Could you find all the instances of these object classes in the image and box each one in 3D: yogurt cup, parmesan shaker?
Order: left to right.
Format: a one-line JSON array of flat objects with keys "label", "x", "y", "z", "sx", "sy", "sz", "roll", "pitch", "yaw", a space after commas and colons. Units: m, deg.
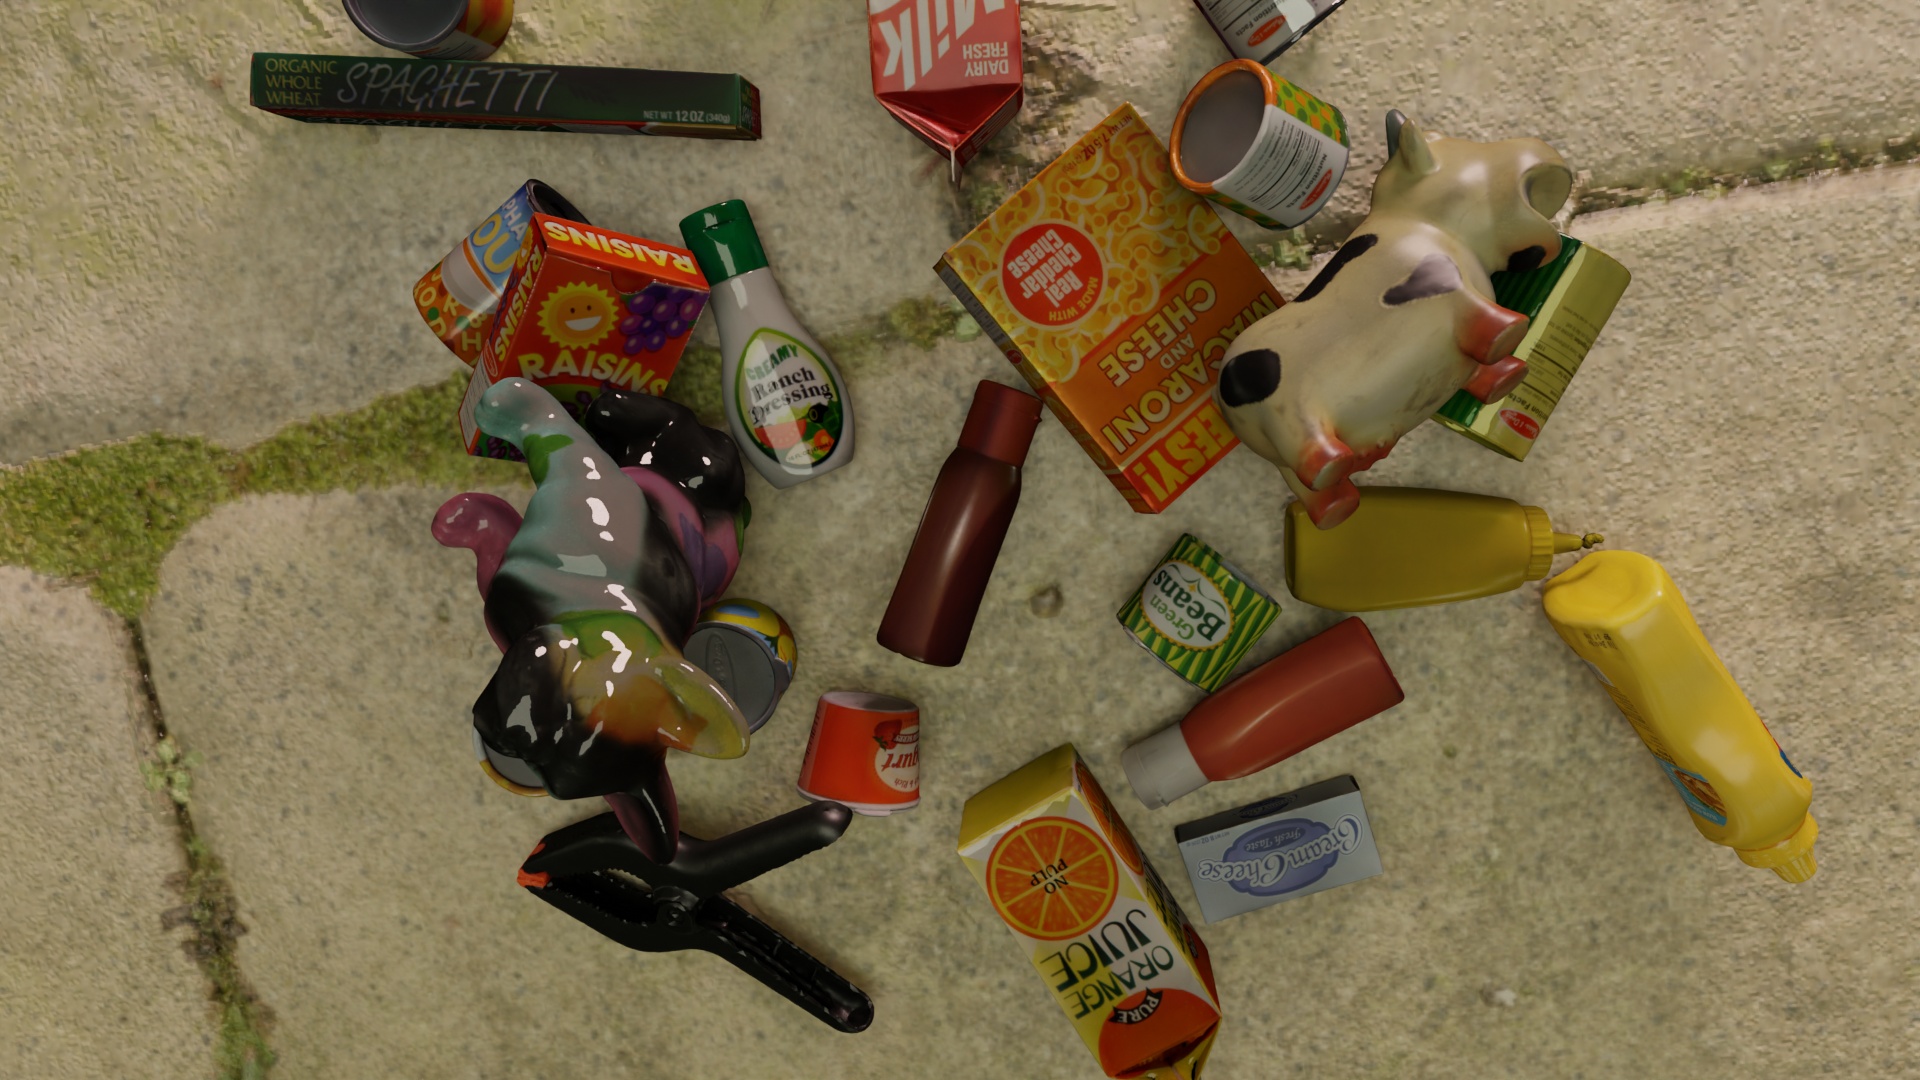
[{"label": "yogurt cup", "x": -0.052, "y": 0.113, "z": 0.752, "sx": 0.072, "sy": 0.072, "sz": 0.054, "roll": 7, "pitch": 93, "yaw": 2}, {"label": "parmesan shaker", "x": 0.280, "y": -0.099, "z": 0.697, "sx": 0.071, "sy": 0.071, "sz": 0.103, "roll": 28, "pitch": 100, "yaw": -2}]

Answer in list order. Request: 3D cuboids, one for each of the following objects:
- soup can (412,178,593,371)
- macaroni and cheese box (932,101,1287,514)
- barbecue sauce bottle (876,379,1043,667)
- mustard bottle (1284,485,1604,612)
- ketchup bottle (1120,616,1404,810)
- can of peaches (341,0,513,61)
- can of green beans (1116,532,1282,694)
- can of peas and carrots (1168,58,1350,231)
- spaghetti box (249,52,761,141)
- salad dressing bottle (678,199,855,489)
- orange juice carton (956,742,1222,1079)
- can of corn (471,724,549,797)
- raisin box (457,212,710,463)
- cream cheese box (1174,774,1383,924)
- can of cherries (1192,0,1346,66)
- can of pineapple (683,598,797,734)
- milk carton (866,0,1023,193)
[{"label": "soup can", "x": -0.228, "y": -0.134, "z": 0.712, "sx": 0.083, "sy": 0.071, "sz": 0.071, "roll": -39, "pitch": 96, "yaw": 9}, {"label": "macaroni and cheese box", "x": 0.087, "y": -0.115, "z": 0.703, "sx": 0.124, "sy": 0.040, "sz": 0.166, "roll": -41, "pitch": 97, "yaw": -6}, {"label": "barbecue sauce bottle", "x": 0.003, "y": -0.009, "z": 0.729, "sx": 0.044, "sy": 0.065, "sz": 0.148, "roll": 21, "pitch": 92, "yaw": 17}, {"label": "mustard bottle", "x": 0.252, "y": 0.004, "z": 0.724, "sx": 0.160, "sy": 0.049, "sz": 0.065, "roll": -1, "pitch": 101, "yaw": 2}, {"label": "ketchup bottle", "x": 0.159, "y": 0.096, "z": 0.742, "sx": 0.148, "sy": 0.044, "sz": 0.064, "roll": -30, "pitch": 139, "yaw": 13}, {"label": "can of peaches", "x": -0.266, "y": -0.277, "z": 0.695, "sx": 0.071, "sy": 0.058, "sz": 0.071, "roll": 1, "pitch": 100, "yaw": 4}, {"label": "can of green beans", "x": 0.125, "y": 0.038, "z": 0.727, "sx": 0.071, "sy": 0.071, "sz": 0.057, "roll": 37, "pitch": 100, "yaw": -4}, {"label": "can of peas and carrots", "x": 0.142, "y": -0.192, "z": 0.673, "sx": 0.059, "sy": 0.071, "sz": 0.070, "roll": 14, "pitch": 103, "yaw": -36}, {"label": "spaghetti box", "x": -0.229, "y": -0.225, "z": 0.707, "sx": 0.250, "sy": 0.050, "sz": 0.028, "roll": 3, "pitch": 99, "yaw": 2}, {"label": "salad dressing bottle", "x": -0.103, "y": -0.102, "z": 0.724, "sx": 0.064, "sy": 0.044, "sz": 0.147, "roll": -23, "pitch": 96, "yaw": -9}, {"label": "orange juice carton", "x": 0.081, "y": 0.215, "z": 0.758, "sx": 0.073, "sy": 0.072, "sz": 0.192, "roll": -32, "pitch": 97, "yaw": 9}, {"label": "can of corn", "x": -0.222, "y": 0.101, "z": 0.760, "sx": 0.071, "sy": 0.058, "sz": 0.071, "roll": 1, "pitch": 101, "yaw": 3}, {"label": "raisin box", "x": -0.190, "y": -0.094, "z": 0.694, "sx": 0.086, "sy": 0.040, "sz": 0.122, "roll": 9, "pitch": 126, "yaw": -37}, {"label": "cream cheese box", "x": 0.176, "y": 0.172, "z": 0.770, "sx": 0.104, "sy": 0.024, "sz": 0.053, "roll": -19, "pitch": 100, "yaw": 6}, {"label": "can of cherries", "x": 0.150, "y": -0.270, "z": 0.674, "sx": 0.071, "sy": 0.071, "sz": 0.058, "roll": -37, "pitch": 96, "yaw": 9}, {"label": "can of pineapple", "x": -0.123, "y": 0.069, "z": 0.749, "sx": 0.071, "sy": 0.058, "sz": 0.071, "roll": 1, "pitch": 101, "yaw": 3}, {"label": "milk carton", "x": -0.008, "y": -0.269, "z": 0.677, "sx": 0.073, "sy": 0.072, "sz": 0.190, "roll": -3, "pitch": 99, "yaw": 4}]
